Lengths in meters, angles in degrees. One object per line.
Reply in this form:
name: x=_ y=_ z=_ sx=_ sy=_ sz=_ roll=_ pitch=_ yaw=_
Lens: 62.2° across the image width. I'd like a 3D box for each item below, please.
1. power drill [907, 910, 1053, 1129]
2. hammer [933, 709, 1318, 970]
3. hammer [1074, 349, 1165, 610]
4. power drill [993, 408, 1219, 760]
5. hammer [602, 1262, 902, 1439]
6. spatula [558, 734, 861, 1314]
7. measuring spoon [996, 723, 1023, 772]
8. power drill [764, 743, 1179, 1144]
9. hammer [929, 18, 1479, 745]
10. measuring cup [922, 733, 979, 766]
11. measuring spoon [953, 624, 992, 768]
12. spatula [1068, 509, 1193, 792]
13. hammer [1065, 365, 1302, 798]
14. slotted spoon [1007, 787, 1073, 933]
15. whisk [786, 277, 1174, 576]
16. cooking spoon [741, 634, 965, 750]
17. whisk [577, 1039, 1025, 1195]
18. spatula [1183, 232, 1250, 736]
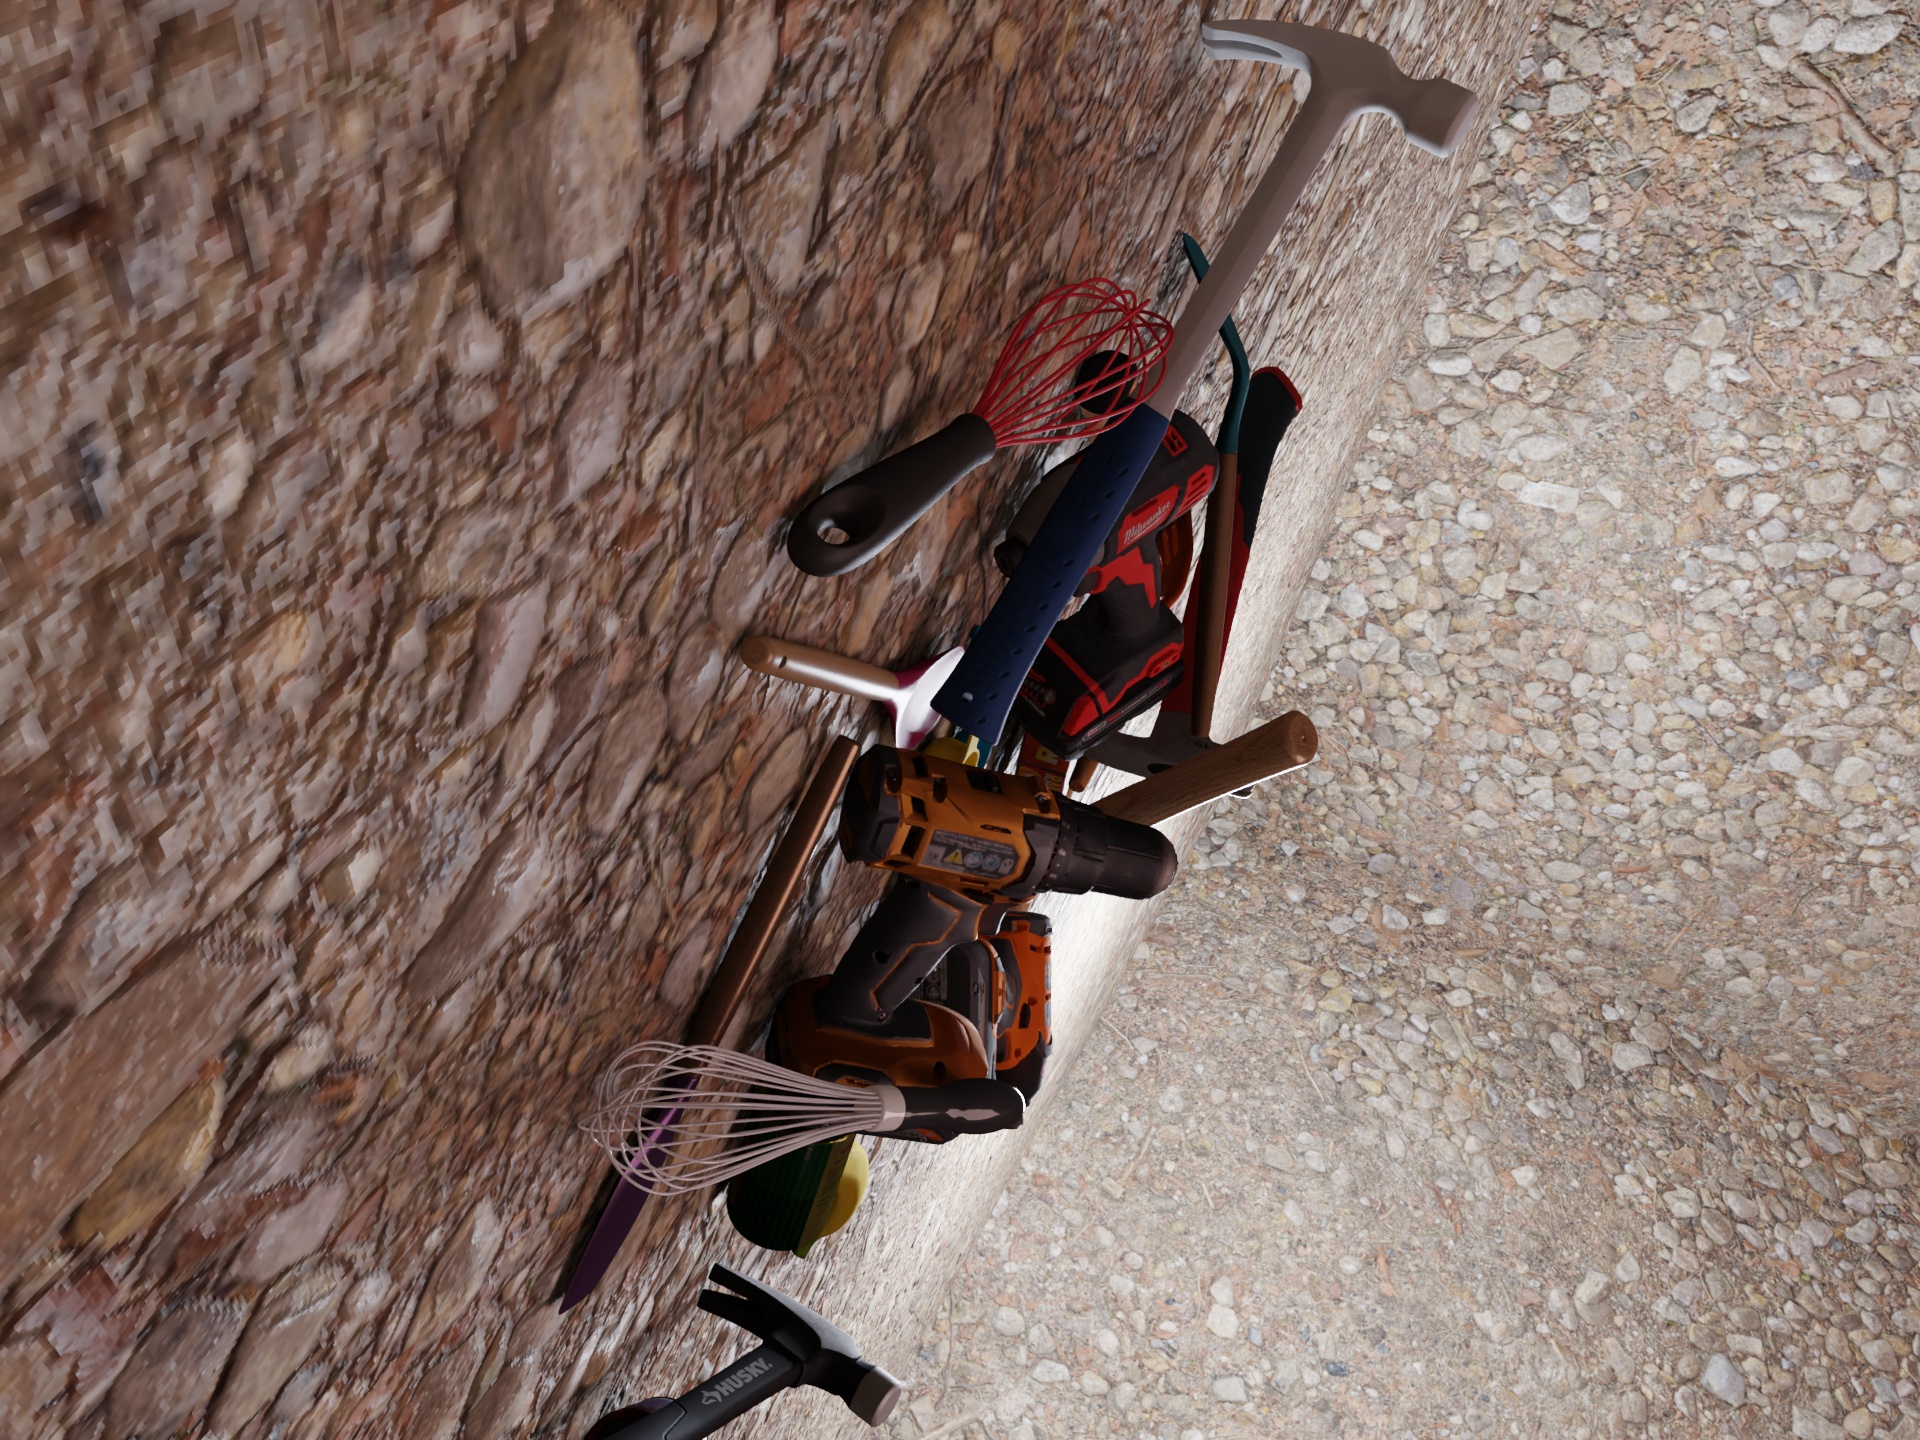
power drill: x=0.012 y=0.222 z=1.138 sx=0.226 sy=0.084 sz=0.164 roll=12 pitch=77 yaw=-70
hammer: x=0.071 y=0.068 z=0.951 sx=0.331 sy=0.031 sz=0.130 roll=-28 pitch=-161 yaw=41
hammer: x=0.105 y=-0.157 z=1.057 sx=0.127 sy=0.034 sz=0.336 roll=-64 pitch=167 yaw=-4
power drill: x=0.080 y=-0.078 z=0.965 sx=0.143 sy=0.079 sz=0.219 roll=-34 pitch=152 yaw=-20
hammer: x=-0.172 y=0.405 z=0.911 sx=0.334 sy=0.146 sz=0.035 roll=2 pitch=114 yaw=-63
spatula: x=-0.122 y=0.150 z=0.785 sx=0.316 sy=0.018 sz=0.059 roll=-64 pitch=168 yaw=5
measuring spoon: x=0.034 y=0.010 z=1.145 sx=0.124 sy=0.018 sz=0.034 roll=109 pitch=0 yaw=-53
power drill: x=0.002 y=0.127 z=0.878 sx=0.084 sy=0.185 sz=0.226 roll=-109 pitch=-143 yaw=-57
hammer: x=0.099 y=-0.174 z=0.827 sx=0.405 sy=0.144 sz=0.035 roll=-59 pitch=165 yaw=4
measuring cup: x=-0.001 y=-0.003 z=0.942 sx=0.062 sy=0.029 sz=0.156 roll=-47 pitch=158 yaw=-55
measuring spoon: x=0.003 y=-0.012 z=0.988 sx=0.042 sy=0.021 sz=0.128 roll=-53 pitch=154 yaw=-40
spatula: x=0.128 y=-0.061 z=1.199 sx=0.081 sy=0.041 sz=0.323 roll=-57 pitch=-177 yaw=46
hammer: x=0.178 y=-0.122 z=1.164 sx=0.038 sy=0.143 sz=0.387 roll=95 pitch=11 yaw=-56
slotted spoon: x=0.073 y=0.078 z=1.278 sx=0.070 sy=0.031 sz=0.314 roll=5 pitch=-108 yaw=67
whisk: x=0.015 y=-0.133 z=0.708 sx=0.296 sy=0.073 sz=0.073 roll=-43 pitch=156 yaw=-45
cooking spoon: x=-0.044 y=-0.019 z=0.771 sx=0.069 sy=0.017 sz=0.319 roll=-61 pitch=168 yaw=4
whisk: x=-0.063 y=0.191 z=0.781 sx=0.284 sy=0.070 sz=0.070 roll=14 pitch=103 yaw=-47
spatula: x=0.157 y=-0.147 z=1.023 sx=0.082 sy=0.044 sz=0.317 roll=-27 pitch=122 yaw=-71
